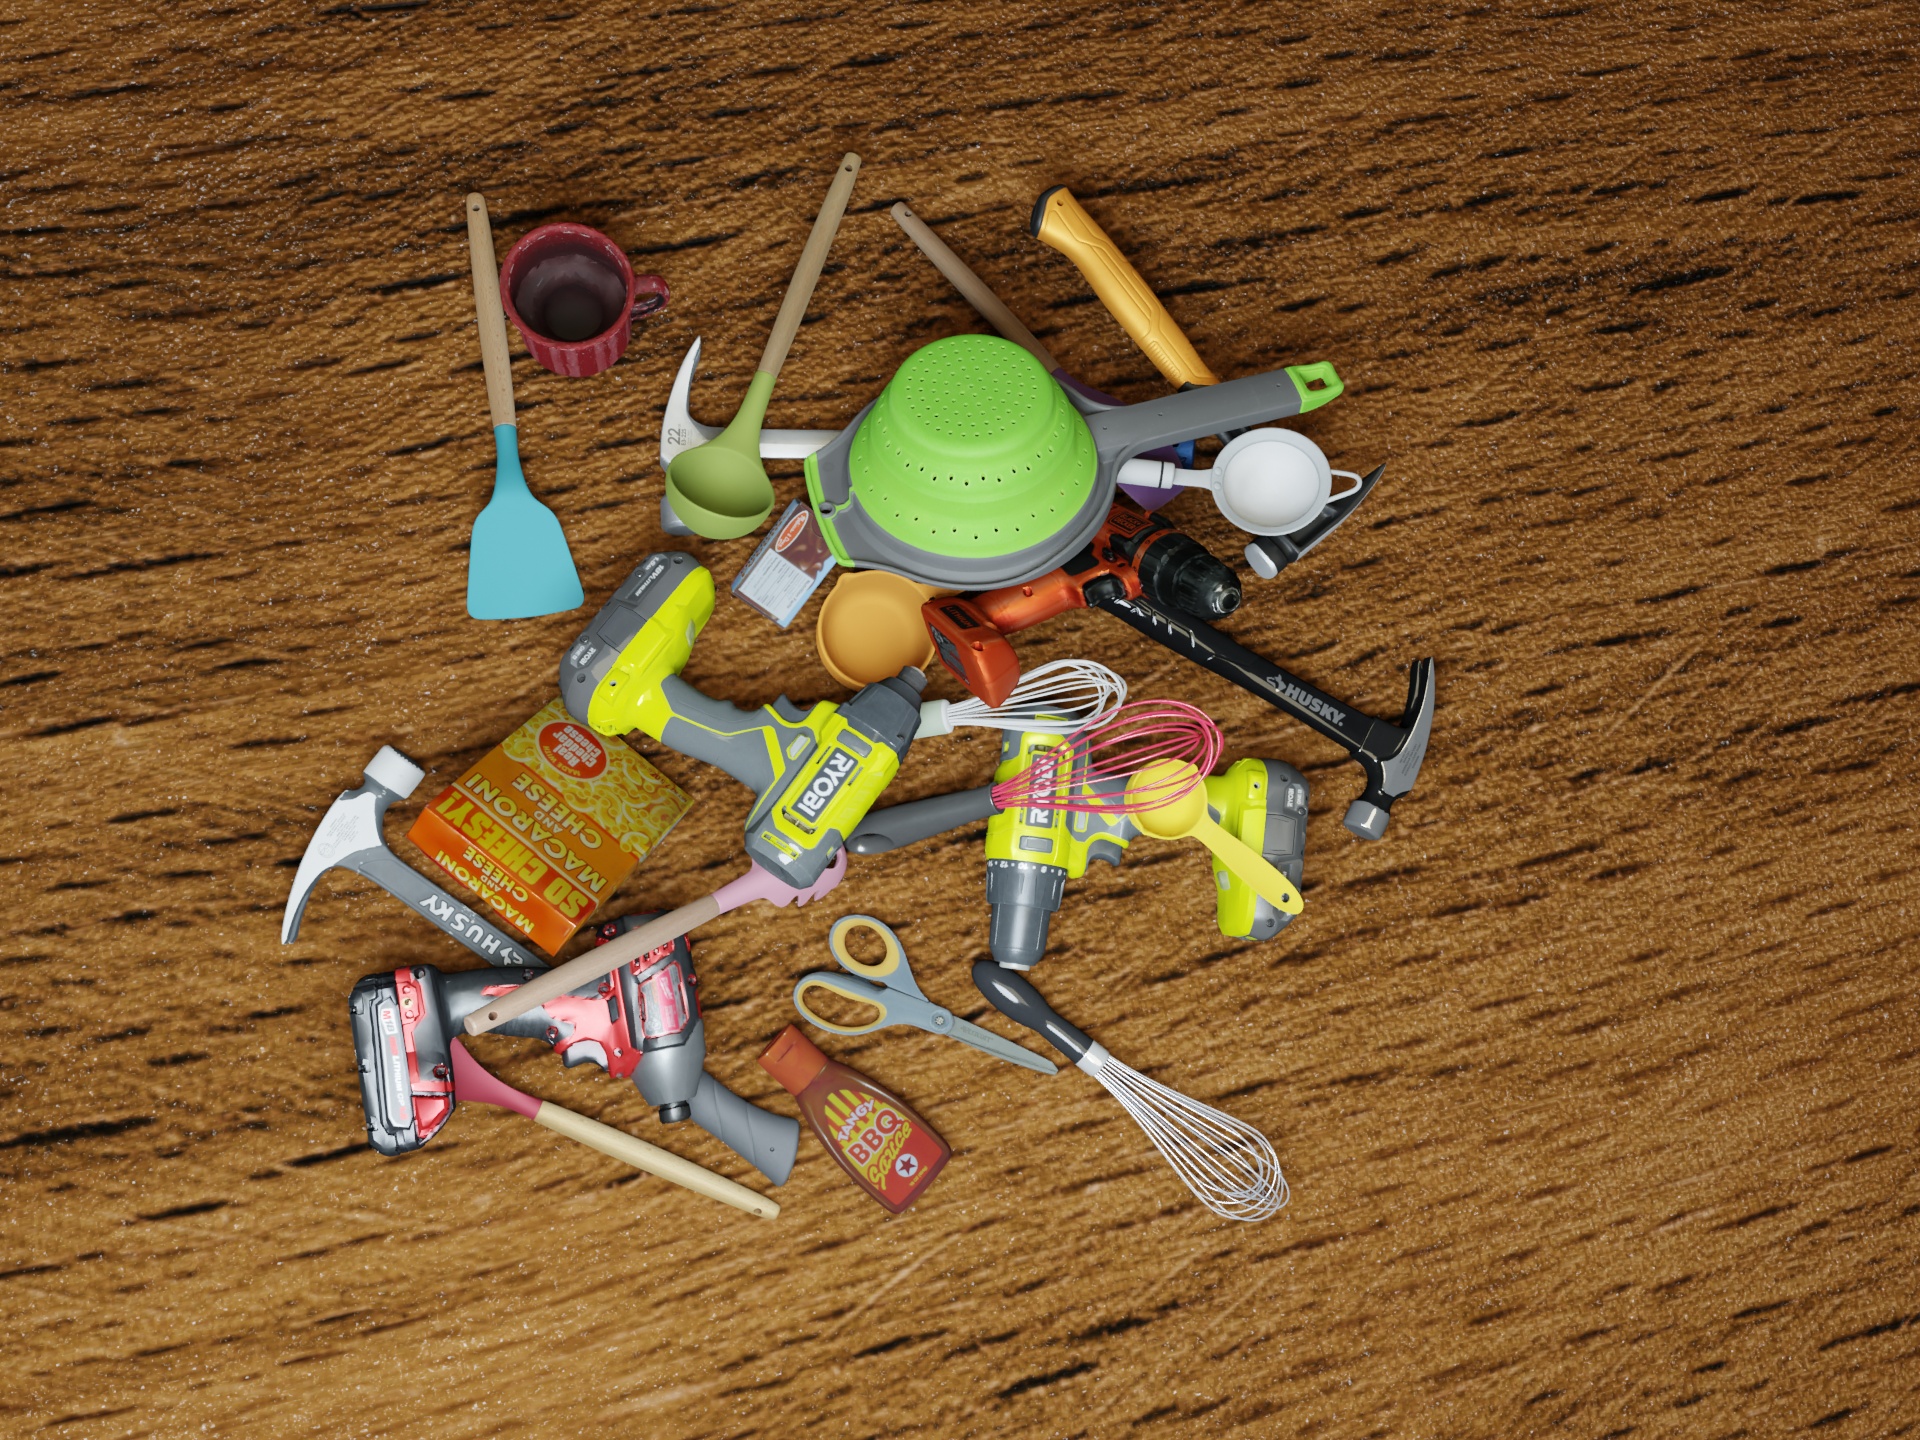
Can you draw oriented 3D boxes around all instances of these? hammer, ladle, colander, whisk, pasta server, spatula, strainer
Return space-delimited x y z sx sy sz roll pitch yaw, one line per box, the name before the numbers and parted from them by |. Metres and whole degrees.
hammer | -0.281 0.196 1.111 0.409 0.036 0.149 37 80 -4
hammer | 0.212 -0.051 1.224 0.334 0.035 0.146 29 80 -5
hammer | -0.022 -0.214 1.203 0.405 0.035 0.144 -1 84 -10
ladle | -0.269 0.281 1.103 0.315 0.031 0.069 26 113 -9
colander | 0.086 -0.219 1.111 0.397 0.094 0.205 -15 59 -8
whisk | 0.043 0.050 1.107 0.296 0.073 0.073 -17 86 24
pasta server | -0.188 0.135 1.052 0.316 0.040 0.060 -25 88 -42
hammer | 0.175 -0.274 1.210 0.127 0.034 0.337 -39 90 -12
spatula | -0.336 -0.234 1.161 0.082 0.044 0.318 -8 80 -10
strainer | 0.158 -0.179 1.162 0.258 0.050 0.087 7 72 3
ladle | -0.129 -0.276 1.147 0.078 0.062 0.320 21 78 -9
whisk | 0.121 0.267 1.163 0.284 0.070 0.070 38 79 2
spatula | 0.056 -0.283 1.209 0.060 0.018 0.316 -39 81 -21
whisk | -0.002 -0.004 1.137 0.246 0.059 0.057 -9 128 15

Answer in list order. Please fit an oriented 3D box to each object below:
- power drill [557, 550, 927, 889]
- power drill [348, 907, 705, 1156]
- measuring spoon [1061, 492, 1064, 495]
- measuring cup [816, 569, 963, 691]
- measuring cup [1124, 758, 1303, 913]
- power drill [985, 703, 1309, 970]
power drill | -0.146 -0.012 1.098 0.223 0.080 0.171 33 72 8
power drill | -0.279 0.212 1.050 0.219 0.078 0.143 -9 83 -18
measuring spoon | 0.072 -0.176 1.201 0.021 0.011 0.116 -31 126 18
measuring cup | -0.029 -0.085 1.180 0.173 0.052 0.095 -33 89 -14
measuring cup | 0.181 0.087 1.132 0.156 0.029 0.062 40 80 -9
power drill | 0.130 0.097 1.172 0.228 0.080 0.191 8 81 -6
